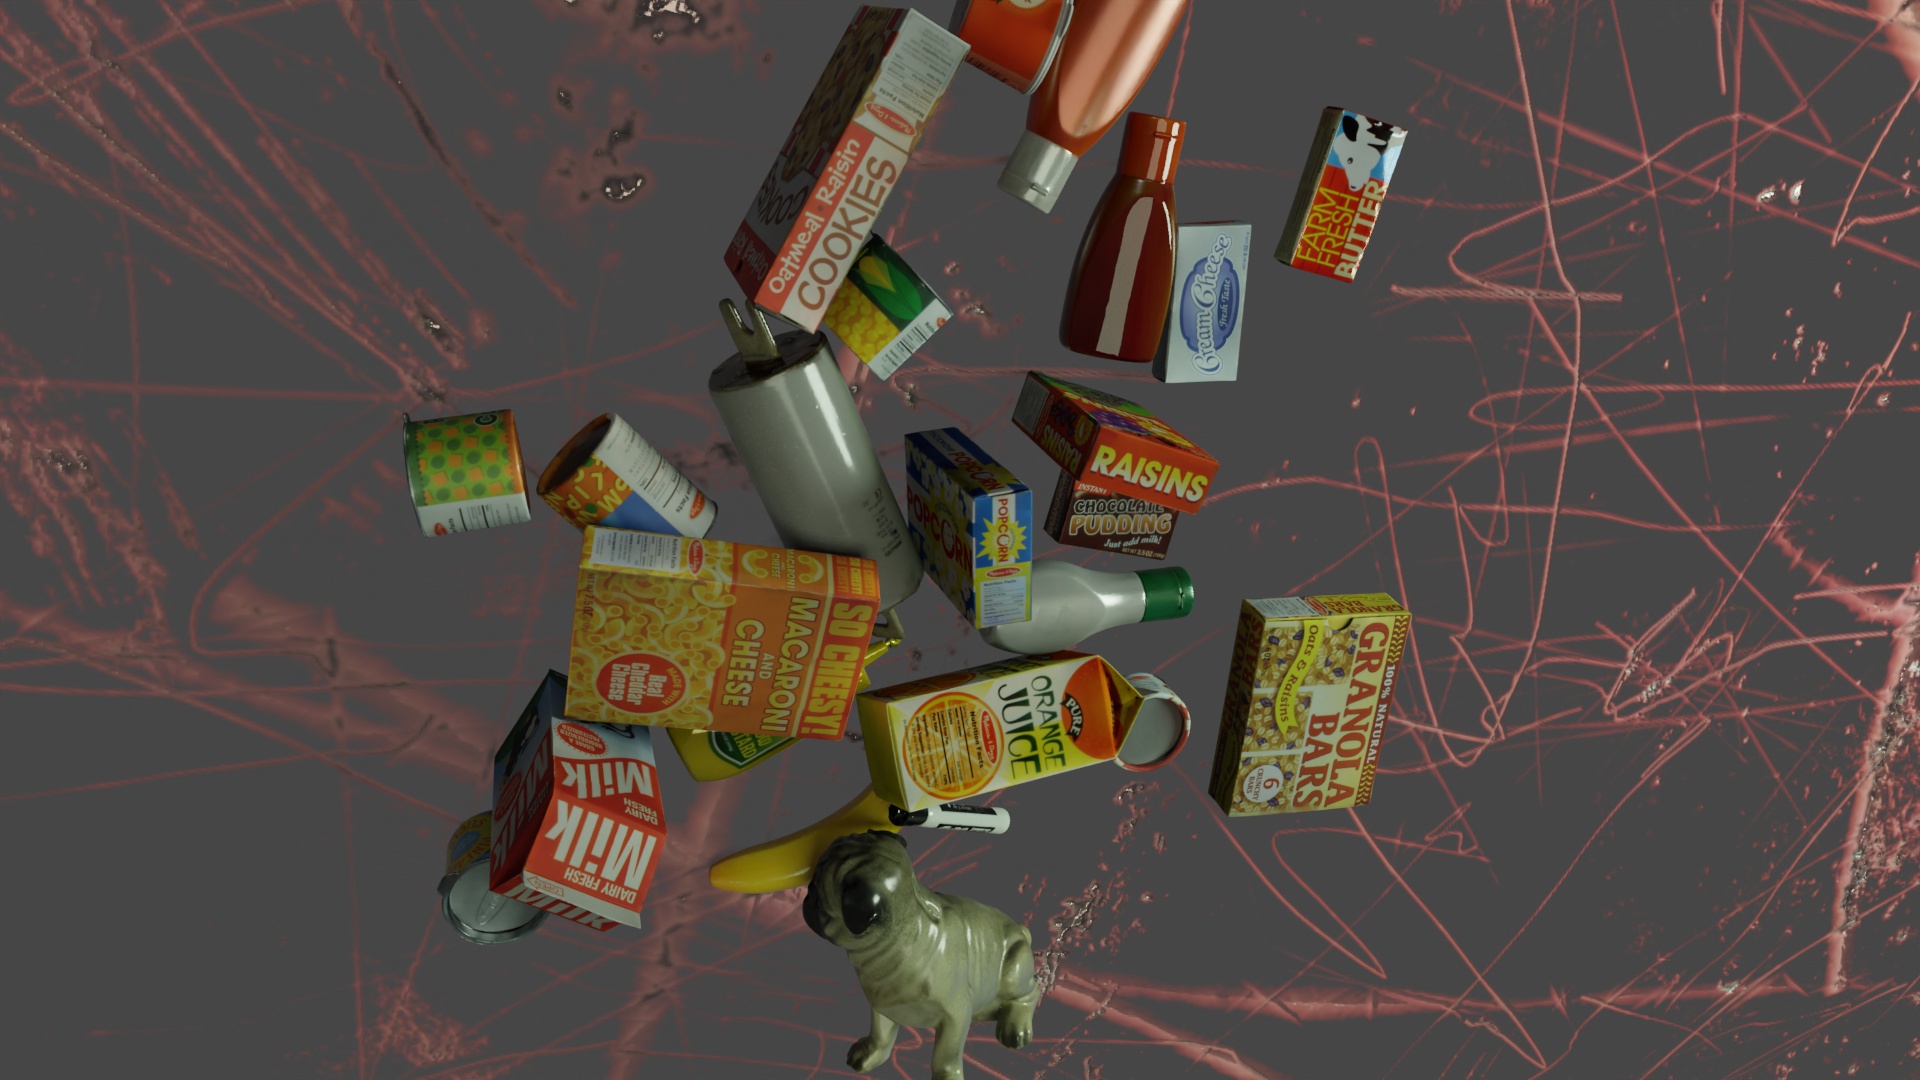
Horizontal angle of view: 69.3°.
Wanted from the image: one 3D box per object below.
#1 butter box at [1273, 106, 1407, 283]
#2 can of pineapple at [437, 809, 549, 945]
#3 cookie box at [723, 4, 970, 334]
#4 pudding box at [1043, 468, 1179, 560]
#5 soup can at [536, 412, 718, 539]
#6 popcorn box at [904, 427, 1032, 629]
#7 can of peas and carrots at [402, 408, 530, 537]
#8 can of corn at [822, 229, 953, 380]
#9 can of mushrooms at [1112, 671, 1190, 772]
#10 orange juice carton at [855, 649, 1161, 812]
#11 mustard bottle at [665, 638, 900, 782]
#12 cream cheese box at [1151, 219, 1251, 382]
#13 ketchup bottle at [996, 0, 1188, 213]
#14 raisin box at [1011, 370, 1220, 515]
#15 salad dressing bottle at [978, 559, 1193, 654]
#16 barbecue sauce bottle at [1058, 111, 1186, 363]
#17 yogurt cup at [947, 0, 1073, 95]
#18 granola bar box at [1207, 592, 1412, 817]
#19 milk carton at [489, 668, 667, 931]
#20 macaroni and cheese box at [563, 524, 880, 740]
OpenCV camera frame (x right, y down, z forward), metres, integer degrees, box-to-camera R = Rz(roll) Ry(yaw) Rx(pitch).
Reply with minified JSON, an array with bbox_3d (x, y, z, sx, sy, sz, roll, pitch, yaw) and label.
[{"bbox_3d":[0.246,-0.224,0.903,0.053,0.024,0.103,10,108,-21],"label":"butter box"},{"bbox_3d":[-0.295,0.212,0.884,0.071,0.058,0.070,-7,113,-16],"label":"can of pineapple"},{"bbox_3d":[-0.068,-0.205,0.752,0.040,0.123,0.167,26,102,-24],"label":"cookie box"},{"bbox_3d":[0.104,-0.019,0.936,0.084,0.030,0.049,9,107,-21],"label":"pudding box"},{"bbox_3d":[-0.198,-0.023,0.817,0.071,0.071,0.083,-43,117,3],"label":"soup can"},{"bbox_3d":[0.003,-0.011,0.852,0.038,0.127,0.085,-9,114,-19],"label":"popcorn box"},{"bbox_3d":[-0.278,-0.041,0.784,0.059,0.071,0.070,-9,114,-15],"label":"can of peas and carrots"},{"bbox_3d":[-0.049,-0.139,0.819,0.058,0.071,0.071,-44,117,3],"label":"can of corn"},{"bbox_3d":[0.131,0.134,1.005,0.071,0.033,0.070,-7,113,-16],"label":"can of mushrooms"},{"bbox_3d":[0.036,0.119,0.929,0.193,0.071,0.073,-11,92,-21],"label":"orange juice carton"},{"bbox_3d":[-0.111,0.098,0.903,0.160,0.049,0.065,-26,116,-6],"label":"mustard bottle"},{"bbox_3d":[0.156,-0.155,0.902,0.053,0.024,0.103,-5,112,-15],"label":"cream cheese box"},{"bbox_3d":[0.072,-0.267,0.818,0.065,0.044,0.148,24,102,-24],"label":"ketchup bottle"},{"bbox_3d":[0.094,-0.063,0.863,0.086,0.124,0.040,15,106,-22],"label":"raisin box"},{"bbox_3d":[0.086,0.042,0.949,0.148,0.044,0.064,-5,107,-17],"label":"salad dressing bottle"},{"bbox_3d":[0.106,-0.187,0.861,0.065,0.044,0.148,7,108,-13],"label":"barbecue sauce bottle"},{"bbox_3d":[0.026,-0.293,0.782,0.054,0.072,0.072,17,106,-15],"label":"yogurt cup"},{"bbox_3d":[0.260,0.124,1.040,0.124,0.039,0.164,-1,112,-18],"label":"granola bar box"},{"bbox_3d":[-0.224,0.158,0.810,0.072,0.191,0.073,29,100,-26],"label":"milk carton"},{"bbox_3d":[-0.141,0.057,0.815,0.167,0.040,0.123,7,129,-14],"label":"macaroni and cheese box"}]
